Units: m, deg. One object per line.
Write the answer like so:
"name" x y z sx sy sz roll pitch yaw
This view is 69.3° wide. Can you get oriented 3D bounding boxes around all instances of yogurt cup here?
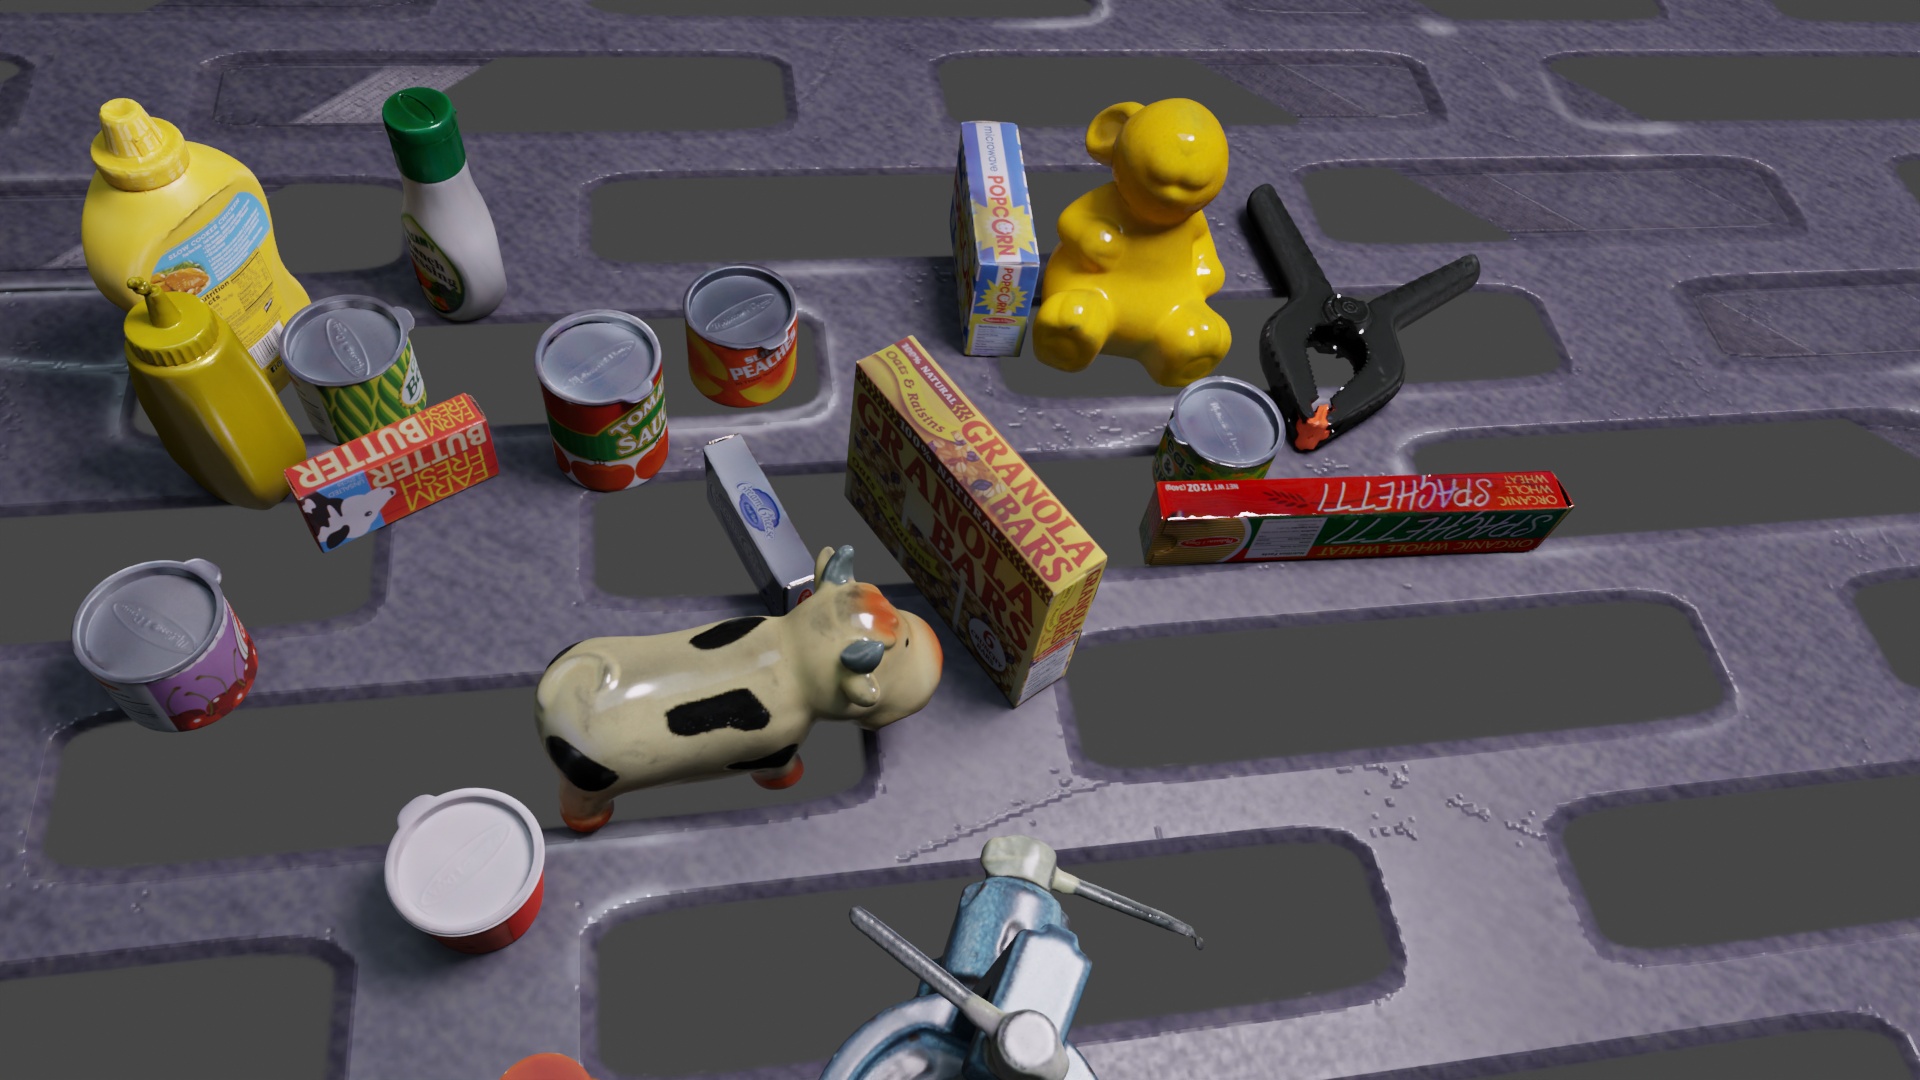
"yogurt cup" -0.222 0.155 0.636 0.072 0.053 0.073 4 56 -6

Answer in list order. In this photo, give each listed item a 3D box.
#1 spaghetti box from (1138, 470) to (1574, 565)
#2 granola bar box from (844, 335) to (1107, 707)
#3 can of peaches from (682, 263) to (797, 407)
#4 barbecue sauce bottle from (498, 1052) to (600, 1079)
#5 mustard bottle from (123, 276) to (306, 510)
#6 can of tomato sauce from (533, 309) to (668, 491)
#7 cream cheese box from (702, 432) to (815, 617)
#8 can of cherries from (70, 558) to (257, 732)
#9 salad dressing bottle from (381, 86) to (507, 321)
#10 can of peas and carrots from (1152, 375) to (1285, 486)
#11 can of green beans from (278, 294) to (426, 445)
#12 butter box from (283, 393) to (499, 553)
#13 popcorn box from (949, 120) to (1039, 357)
"spaghetti box" 0.230 -0.013 0.812 0.250 0.050 0.029 -2 57 -9
"granola bar box" 0.003 -0.009 0.733 0.039 0.123 0.166 -29 65 -24
"can of peaches" -0.129 -0.120 0.828 0.071 0.057 0.071 4 57 -6
"barbecue sauce bottle" -0.152 0.234 0.536 0.065 0.147 0.044 -13 60 -15
"mustard bottle" -0.383 -0.078 0.703 0.065 0.159 0.049 23 57 7
"can of tomato sauce" -0.196 -0.076 0.774 0.071 0.082 0.071 4 57 -6
"cream cheese box" -0.108 -0.003 0.756 0.024 0.053 0.104 -23 63 -21
"can of cherries" -0.384 0.051 0.679 0.071 0.058 0.072 4 57 -6
"salad dressing bottle" -0.297 -0.190 0.797 0.064 0.147 0.044 39 60 17
"can of peas and carrots" 0.149 -0.053 0.822 0.071 0.058 0.071 4 57 -6
"can of green beans" -0.340 -0.095 0.782 0.071 0.057 0.071 4 57 -6
"butter box" -0.305 -0.037 0.751 0.104 0.052 0.024 -29 65 -24
"popcorn box" 0.019 -0.191 0.879 0.038 0.084 0.127 -1 57 -8
